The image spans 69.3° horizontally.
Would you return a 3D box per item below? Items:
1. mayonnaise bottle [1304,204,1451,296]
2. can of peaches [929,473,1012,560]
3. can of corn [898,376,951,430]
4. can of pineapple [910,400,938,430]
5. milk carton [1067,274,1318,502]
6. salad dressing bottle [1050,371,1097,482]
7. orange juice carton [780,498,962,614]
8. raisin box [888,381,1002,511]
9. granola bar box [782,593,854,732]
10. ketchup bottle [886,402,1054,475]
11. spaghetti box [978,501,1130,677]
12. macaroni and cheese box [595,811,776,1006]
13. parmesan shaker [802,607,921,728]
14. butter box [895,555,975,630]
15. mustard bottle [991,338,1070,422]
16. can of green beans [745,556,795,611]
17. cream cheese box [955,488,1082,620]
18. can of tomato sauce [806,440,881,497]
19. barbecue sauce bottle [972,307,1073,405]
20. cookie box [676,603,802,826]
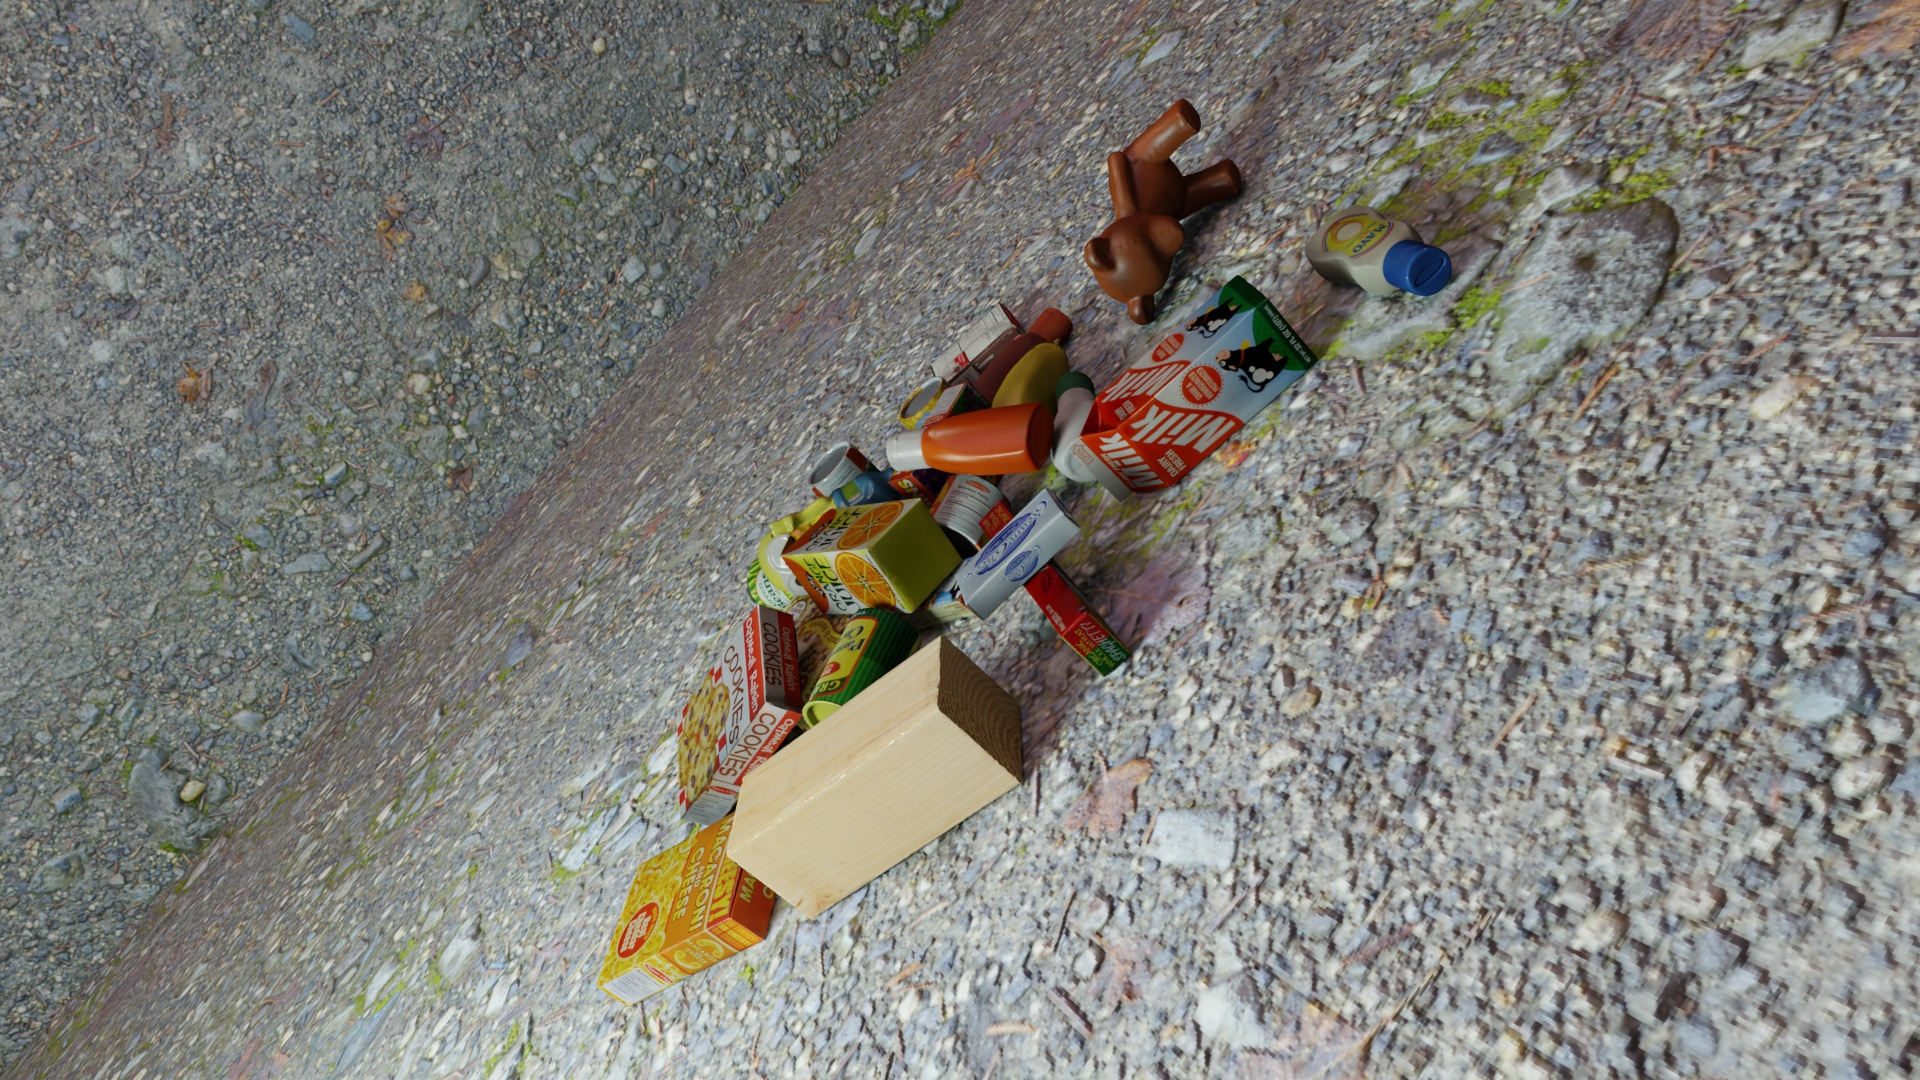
[{"bbox_3d":[0.321,-0.219,1.063,0.064,0.041,0.148,-42,23,5],"label":"mayonnaise bottle"},{"bbox_3d":[0.004,-0.016,1.239,0.071,0.071,0.058,-13,40,51],"label":"can of peaches"},{"bbox_3d":[-0.024,-0.130,1.471,0.071,0.058,0.071,-37,25,21],"label":"can of corn"},{"bbox_3d":[-0.019,-0.101,1.404,0.058,0.071,0.071,-51,24,-10],"label":"can of pineapple"},{"bbox_3d":[0.177,-0.113,1.097,0.190,0.072,0.074,-42,24,11],"label":"milk carton"},{"bbox_3d":[0.107,-0.105,1.236,0.064,0.044,0.148,-45,21,23],"label":"salad dressing bottle"},{"bbox_3d":[-0.093,0.017,1.253,0.073,0.071,0.192,-46,23,-29],"label":"orange juice carton"},{"bbox_3d":[-0.004,-0.077,1.321,0.040,0.086,0.124,-13,40,49],"label":"raisin box"},{"bbox_3d":[-0.146,0.113,1.313,0.124,0.039,0.165,-53,25,-17],"label":"granola bar box"},{"bbox_3d":[0.006,-0.085,1.221,0.148,0.043,0.065,-4,49,30],"label":"ketchup bottle"},{"bbox_3d":[0.067,0.031,1.078,0.028,0.050,0.251,-44,24,4],"label":"spaghetti box"},{"bbox_3d":[-0.217,0.296,1.141,0.166,0.040,0.124,-33,28,29],"label":"macaroni and cheese box"},{"bbox_3d":[-0.083,0.116,1.173,0.071,0.071,0.103,-21,34,45],"label":"parmesan shaker"},{"bbox_3d":[-0.018,0.048,1.222,0.103,0.024,0.053,-19,35,46],"label":"butter box"},{"bbox_3d":[0.075,-0.148,1.336,0.048,0.065,0.161,-24,26,34],"label":"mustard bottle"},{"bbox_3d":[-0.180,0.039,1.453,0.057,0.071,0.071,-22,33,43],"label":"can of green beans"},{"bbox_3d":[0.042,0.009,1.058,0.103,0.024,0.053,-44,24,8],"label":"cream cheese box"},{"bbox_3d":[-0.112,-0.055,1.467,0.071,0.083,0.071,-36,26,21],"label":"can of tomato sauce"},{"bbox_3d":[0.060,-0.174,1.419,0.065,0.043,0.149,19,66,46],"label":"barbecue sauce bottle"},{"bbox_3d":[-0.200,0.158,1.250,0.166,0.040,0.123,-52,32,29],"label":"cookie box"}]
